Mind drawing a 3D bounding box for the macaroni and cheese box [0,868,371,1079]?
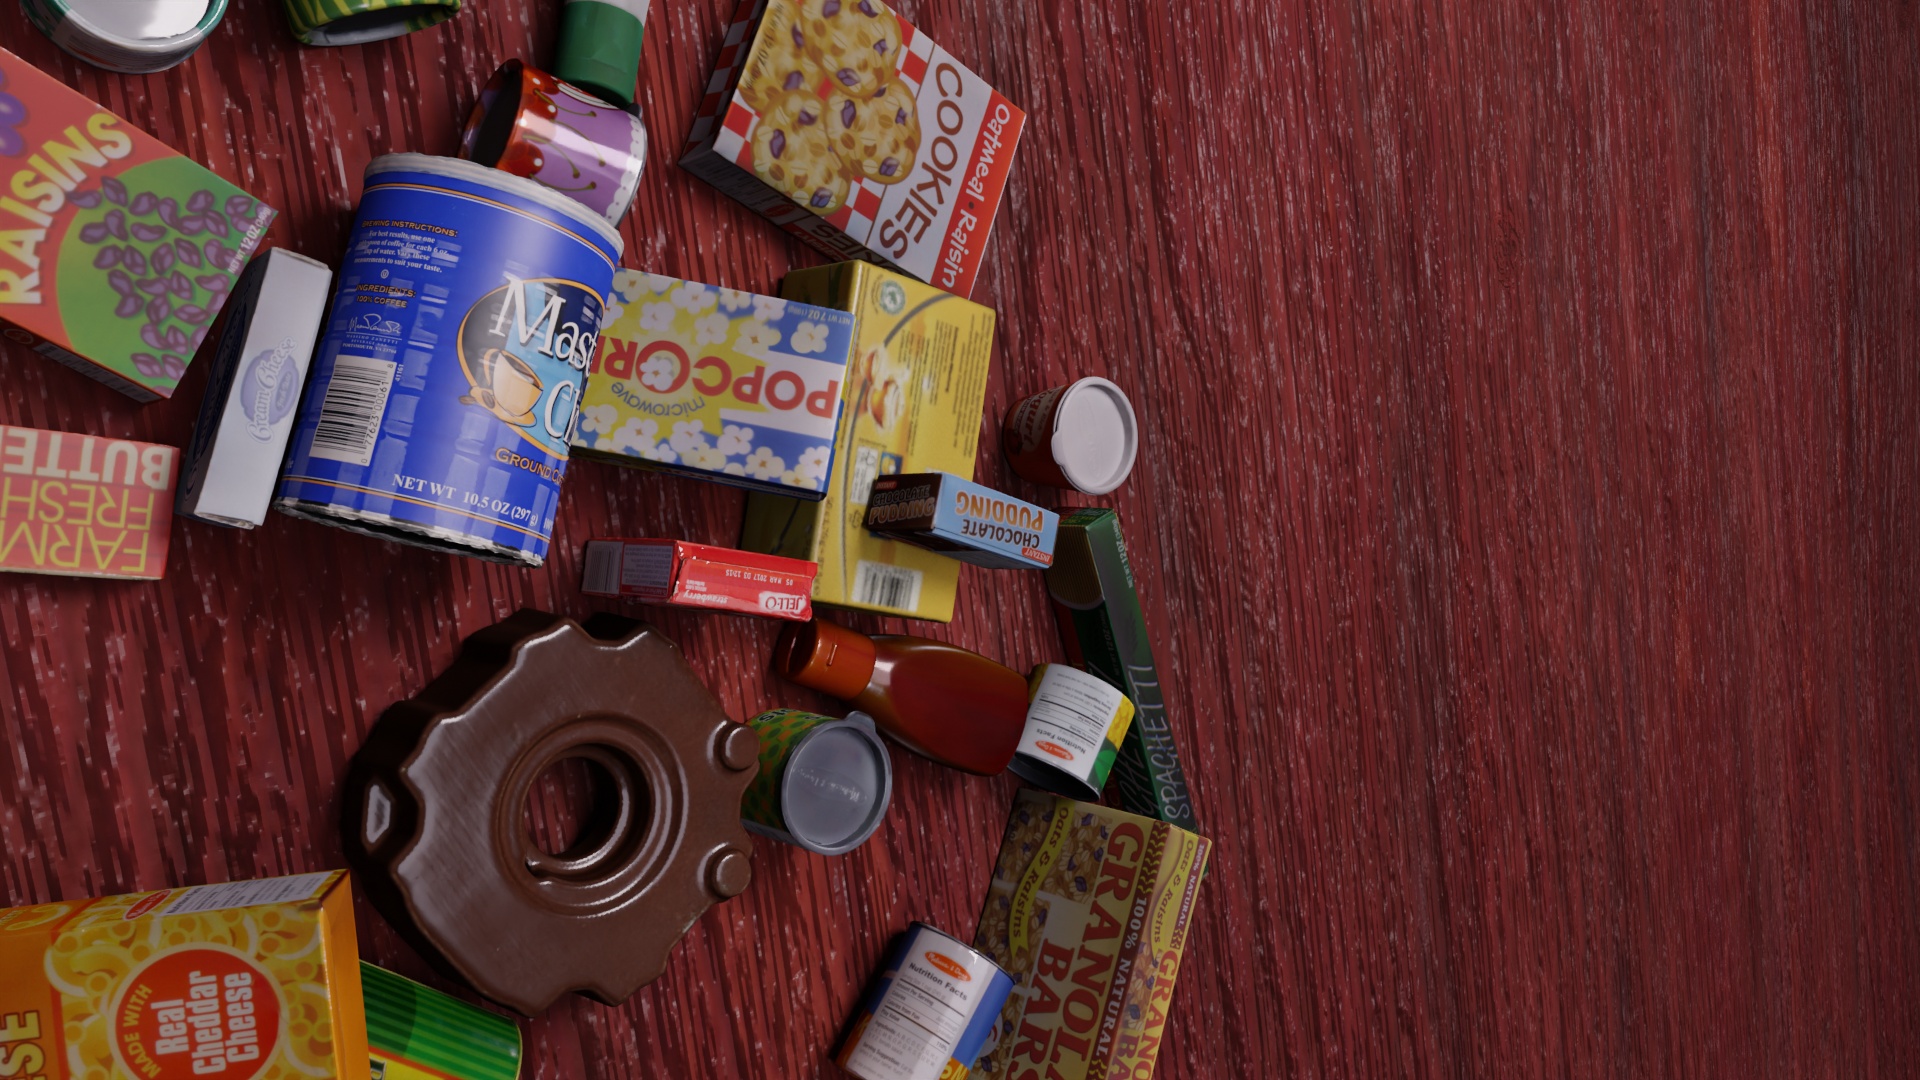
[{"bbox_3d":[-0.293,0.186,0.473,0.167,0.040,0.123,-5,94,-8],"label":"macaroni and cheese box"}]

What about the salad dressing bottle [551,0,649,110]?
[{"bbox_3d":[-0.156,-0.271,0.631,0.064,0.044,0.147,12,83,-39],"label":"salad dressing bottle"}]

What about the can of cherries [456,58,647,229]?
[{"bbox_3d":[-0.177,-0.167,0.600,0.058,0.071,0.071,19,79,-38],"label":"can of cherries"}]

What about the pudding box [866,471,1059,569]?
[{"bbox_3d":[0.002,-0.009,0.678,0.084,0.049,0.030,18,78,-41],"label":"pudding box"}]

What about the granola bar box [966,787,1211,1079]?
[{"bbox_3d":[0.063,0.232,0.774,0.039,0.124,0.166,27,74,-36],"label":"granola bar box"}]

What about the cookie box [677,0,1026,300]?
[{"bbox_3d":[-0.050,-0.210,0.726,0.167,0.040,0.123,26,74,-37],"label":"cookie box"}]

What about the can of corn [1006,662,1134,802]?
[{"bbox_3d":[0.061,0.112,0.811,0.071,0.071,0.058,40,66,-34],"label":"can of corn"}]

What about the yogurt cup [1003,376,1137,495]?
[{"bbox_3d":[0.062,-0.060,0.814,0.072,0.054,0.072,-1,92,-41],"label":"yogurt cup"}]

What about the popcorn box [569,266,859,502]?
[{"bbox_3d":[-0.116,-0.071,0.632,0.127,0.038,0.085,10,83,-6],"label":"popcorn box"}]

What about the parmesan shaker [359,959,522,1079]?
[{"bbox_3d":[-0.240,0.208,0.555,0.103,0.071,0.071,38,67,-34],"label":"parmesan shaker"}]

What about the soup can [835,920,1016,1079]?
[{"bbox_3d":[-0.018,0.259,0.745,0.071,0.071,0.084,46,64,-32],"label":"soup can"}]

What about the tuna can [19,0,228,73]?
[{"bbox_3d":[-0.307,-0.211,0.510,0.071,0.033,0.071,-2,92,-41],"label":"tuna can"}]

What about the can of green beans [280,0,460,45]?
[{"bbox_3d":[-0.238,-0.232,0.547,0.071,0.071,0.057,-25,107,-37],"label":"can of green beans"}]

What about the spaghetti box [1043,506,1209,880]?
[{"bbox_3d":[0.100,0.100,0.852,0.029,0.050,0.249,-27,108,-35],"label":"spaghetti box"}]

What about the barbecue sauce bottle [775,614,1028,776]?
[{"bbox_3d":[-0.030,0.079,0.746,0.148,0.043,0.065,26,74,-37],"label":"barbecue sauce bottle"}]

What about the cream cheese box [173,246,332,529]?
[{"bbox_3d":[-0.271,-0.056,0.530,0.024,0.053,0.104,18,79,-36],"label":"cream cheese box"}]

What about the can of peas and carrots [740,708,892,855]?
[{"bbox_3d":[-0.077,0.117,0.696,0.071,0.058,0.071,-1,91,-41],"label":"can of peas and carrots"}]

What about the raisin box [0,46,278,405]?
[{"bbox_3d":[-0.326,-0.115,0.493,0.123,0.040,0.086,33,71,-37],"label":"raisin box"}]

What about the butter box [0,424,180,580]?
[{"bbox_3d":[-0.339,-0.015,0.492,0.103,0.024,0.053,7,87,-40],"label":"butter box"}]
